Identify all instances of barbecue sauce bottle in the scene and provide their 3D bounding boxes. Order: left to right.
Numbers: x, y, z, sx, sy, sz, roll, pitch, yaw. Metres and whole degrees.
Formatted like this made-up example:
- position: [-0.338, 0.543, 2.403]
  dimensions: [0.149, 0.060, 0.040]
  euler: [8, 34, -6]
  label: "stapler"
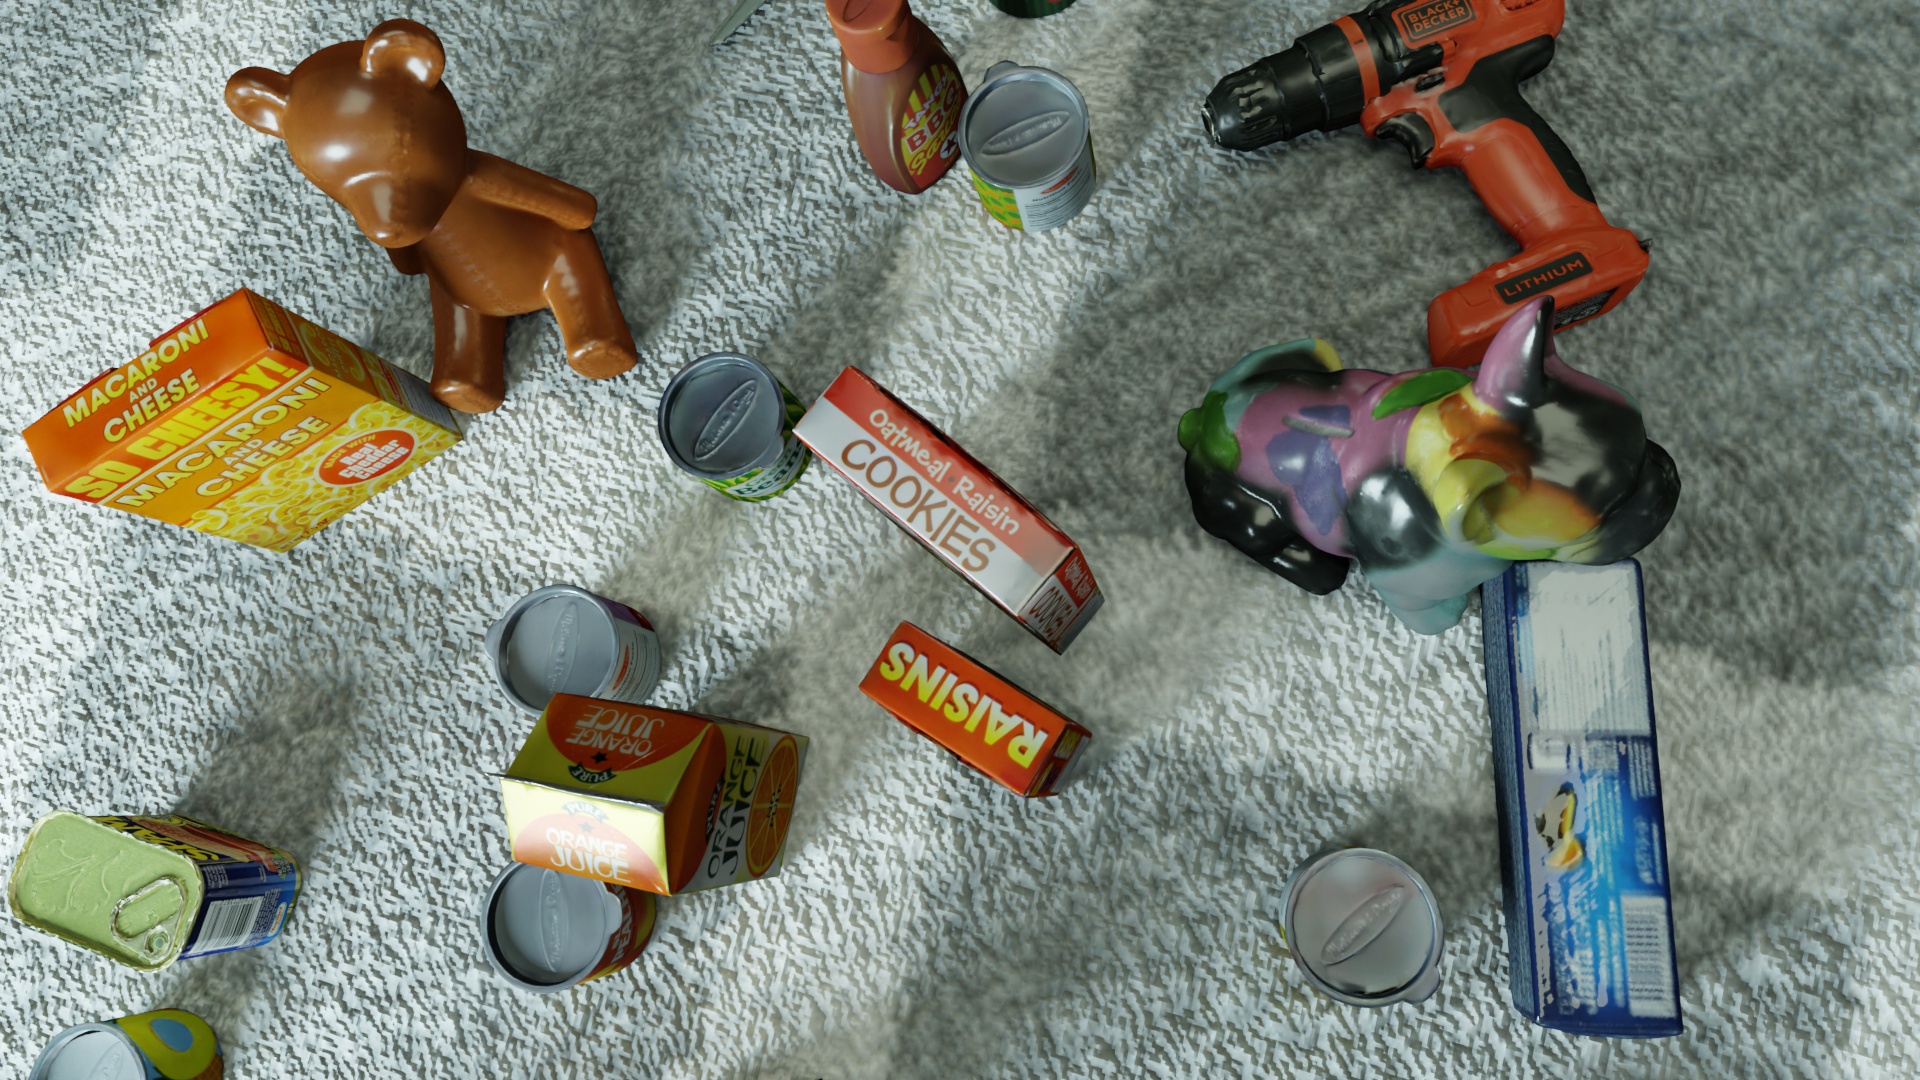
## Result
- position: [-0.032, -0.229, 0.688]
  dimensions: [0.044, 0.148, 0.065]
  euler: [34, 87, 14]
  label: "barbecue sauce bottle"

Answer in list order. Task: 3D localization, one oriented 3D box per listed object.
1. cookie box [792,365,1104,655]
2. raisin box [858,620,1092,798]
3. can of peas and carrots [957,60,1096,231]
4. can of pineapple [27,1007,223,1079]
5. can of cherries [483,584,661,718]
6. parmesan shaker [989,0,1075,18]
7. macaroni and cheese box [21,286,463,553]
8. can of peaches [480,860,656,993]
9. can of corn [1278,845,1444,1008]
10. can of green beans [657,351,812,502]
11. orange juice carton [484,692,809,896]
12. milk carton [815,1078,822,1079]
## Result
- position: [0.002, -0.008, 0.629]
  dimensions: [0.123, 0.167, 0.040]
  euler: [39, 88, 14]
  label: "cookie box"
- position: [0.010, 0.079, 0.633]
  dimensions: [0.086, 0.123, 0.040]
  euler: [32, 86, 14]
  label: "raisin box"
- position: [0.035, -0.203, 0.718]
  dimensions: [0.071, 0.058, 0.071]
  euler: [-2, 79, 9]
  label: "can of peas and carrots"
- position: [-0.418, 0.274, 0.700]
  dimensions: [0.071, 0.058, 0.071]
  euler: [-2, 79, 9]
  label: "can of pineapple"
- position: [-0.195, 0.058, 0.705]
  dimensions: [0.071, 0.058, 0.071]
  euler: [-2, 79, 9]
  label: "can of cherries"
- position: [0.035, -0.329, 0.720]
  dimensions: [0.071, 0.103, 0.071]
  euler: [-2, 79, 9]
  label: "parmesan shaker"
- position: [-0.350, -0.054, 0.697]
  dimensions: [0.124, 0.166, 0.040]
  euler: [-32, 76, 2]
  label: "macaroni and cheese box"
- position: [-0.188, 0.183, 0.679]
  dimensions: [0.071, 0.058, 0.071]
  euler: [-2, 79, 9]
  label: "can of peaches"
- position: [0.179, 0.172, 0.620]
  dimensions: [0.071, 0.058, 0.071]
  euler: [-2, 79, 9]
  label: "can of corn"
- position: [-0.114, -0.057, 0.714]
  dimensions: [0.071, 0.057, 0.071]
  euler: [-2, 79, 9]
  label: "can of green beans"
- position: [-0.133, 0.111, 0.615]
  dimensions: [0.072, 0.192, 0.073]
  euler: [10, 81, 11]
  label: "orange juice carton"
- position: [-0.112, 0.282, 0.579]
  dimensions: [0.073, 0.190, 0.072]
  euler: [-10, 78, 8]
  label: "milk carton"
